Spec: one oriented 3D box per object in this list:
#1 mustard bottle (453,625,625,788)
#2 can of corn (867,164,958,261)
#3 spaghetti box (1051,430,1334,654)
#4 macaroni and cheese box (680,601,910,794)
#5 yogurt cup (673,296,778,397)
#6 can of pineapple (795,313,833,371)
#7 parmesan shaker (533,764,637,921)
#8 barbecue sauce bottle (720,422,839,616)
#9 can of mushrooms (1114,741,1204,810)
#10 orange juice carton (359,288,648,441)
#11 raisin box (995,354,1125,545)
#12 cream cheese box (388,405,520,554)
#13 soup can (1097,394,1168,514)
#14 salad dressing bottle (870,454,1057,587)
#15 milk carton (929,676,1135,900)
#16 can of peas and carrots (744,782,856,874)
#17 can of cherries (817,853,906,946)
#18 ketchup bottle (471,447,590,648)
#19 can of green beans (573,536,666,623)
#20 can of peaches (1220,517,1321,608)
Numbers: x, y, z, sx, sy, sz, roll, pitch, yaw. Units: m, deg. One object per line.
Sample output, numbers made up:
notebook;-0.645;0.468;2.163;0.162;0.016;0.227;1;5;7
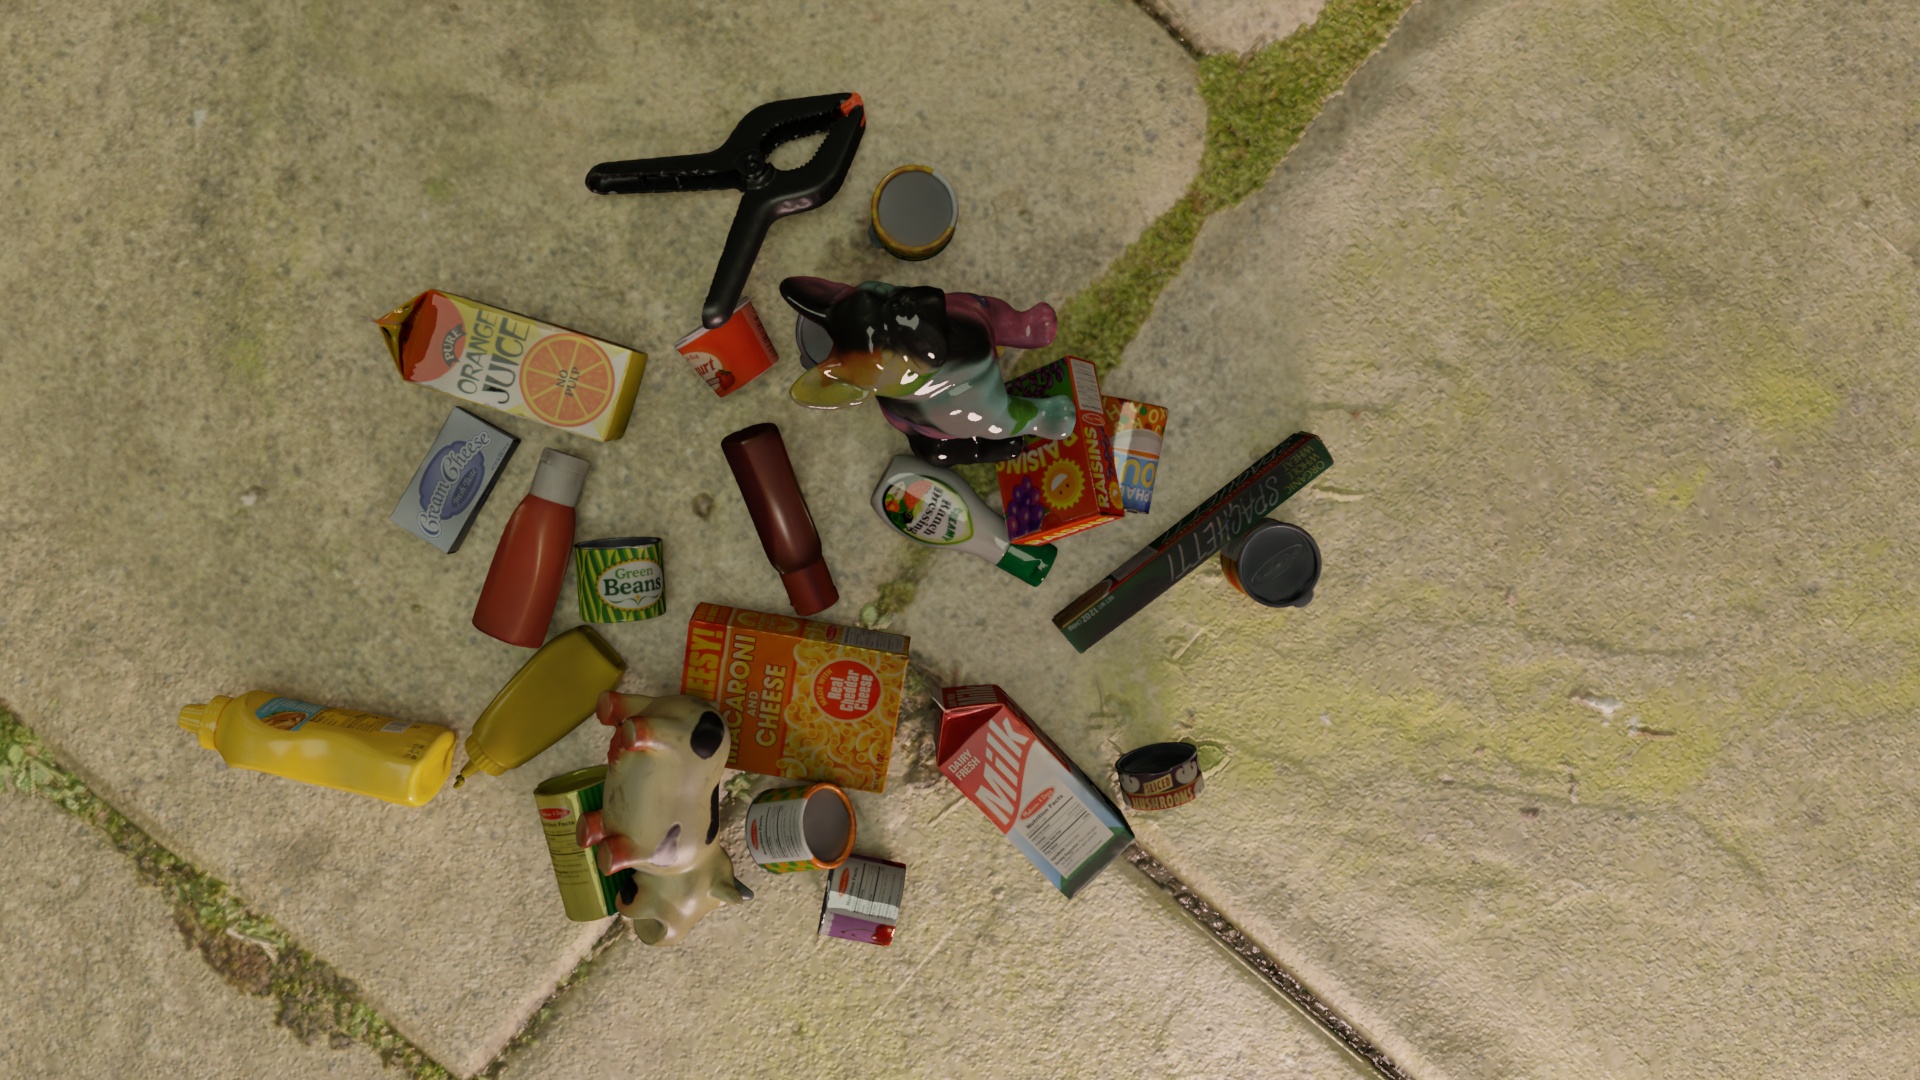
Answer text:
mustard bottle;-0.335;0.135;1.076;0.160;0.049;0.065;-41;96;2
can of corn;-0.037;-0.246;1.049;0.071;0.058;0.071;0;95;-3
spaghetti box;0.181;0.000;1.087;0.250;0.050;0.028;-37;98;1
macaroni and cheese box;-0.131;0.122;1.077;0.166;0.040;0.123;10;109;-3
yogurt cup;-0.174;-0.145;1.050;0.072;0.072;0.054;-33;104;1
can of pineapple;-0.092;-0.157;1.055;0.071;0.058;0.071;0;96;-2
parmesan shaker;-0.288;0.235;1.081;0.071;0.071;0.103;-13;97;-1
barbecue sauce bottle;-0.136;-0.015;1.066;0.044;0.065;0.148;-25;105;-18
can of mushrooms;0.157;0.186;1.093;0.071;0.071;0.033;-13;98;-1
orange juice carton;-0.342;-0.136;1.038;0.193;0.072;0.073;17;94;-5
raisin box;0.069;-0.066;1.042;0.086;0.040;0.123;-19;75;37
cream cheese box;-0.389;-0.047;1.068;0.053;0.024;0.103;31;93;-4
soup can;0.122;-0.066;1.067;0.071;0.071;0.083;10;95;-4
salad dressing bottle;0.004;-0.014;1.079;0.147;0.044;0.064;28;110;-7
milk carton;0.042;0.181;1.087;0.073;0.072;0.190;-44;97;2
can of peas and carrots;-0.121;0.222;1.073;0.058;0.071;0.071;-14;98;35
can of cherries;-0.078;0.283;1.096;0.058;0.071;0.071;12;95;-5
ketchup bottle;-0.324;0.004;1.061;0.065;0.043;0.148;18;89;37
can of green beans;-0.259;0.029;1.060;0.071;0.071;0.057;-3;96;-2
can of peaches;0.243;0.018;1.088;0.071;0.058;0.071;0;96;-3
